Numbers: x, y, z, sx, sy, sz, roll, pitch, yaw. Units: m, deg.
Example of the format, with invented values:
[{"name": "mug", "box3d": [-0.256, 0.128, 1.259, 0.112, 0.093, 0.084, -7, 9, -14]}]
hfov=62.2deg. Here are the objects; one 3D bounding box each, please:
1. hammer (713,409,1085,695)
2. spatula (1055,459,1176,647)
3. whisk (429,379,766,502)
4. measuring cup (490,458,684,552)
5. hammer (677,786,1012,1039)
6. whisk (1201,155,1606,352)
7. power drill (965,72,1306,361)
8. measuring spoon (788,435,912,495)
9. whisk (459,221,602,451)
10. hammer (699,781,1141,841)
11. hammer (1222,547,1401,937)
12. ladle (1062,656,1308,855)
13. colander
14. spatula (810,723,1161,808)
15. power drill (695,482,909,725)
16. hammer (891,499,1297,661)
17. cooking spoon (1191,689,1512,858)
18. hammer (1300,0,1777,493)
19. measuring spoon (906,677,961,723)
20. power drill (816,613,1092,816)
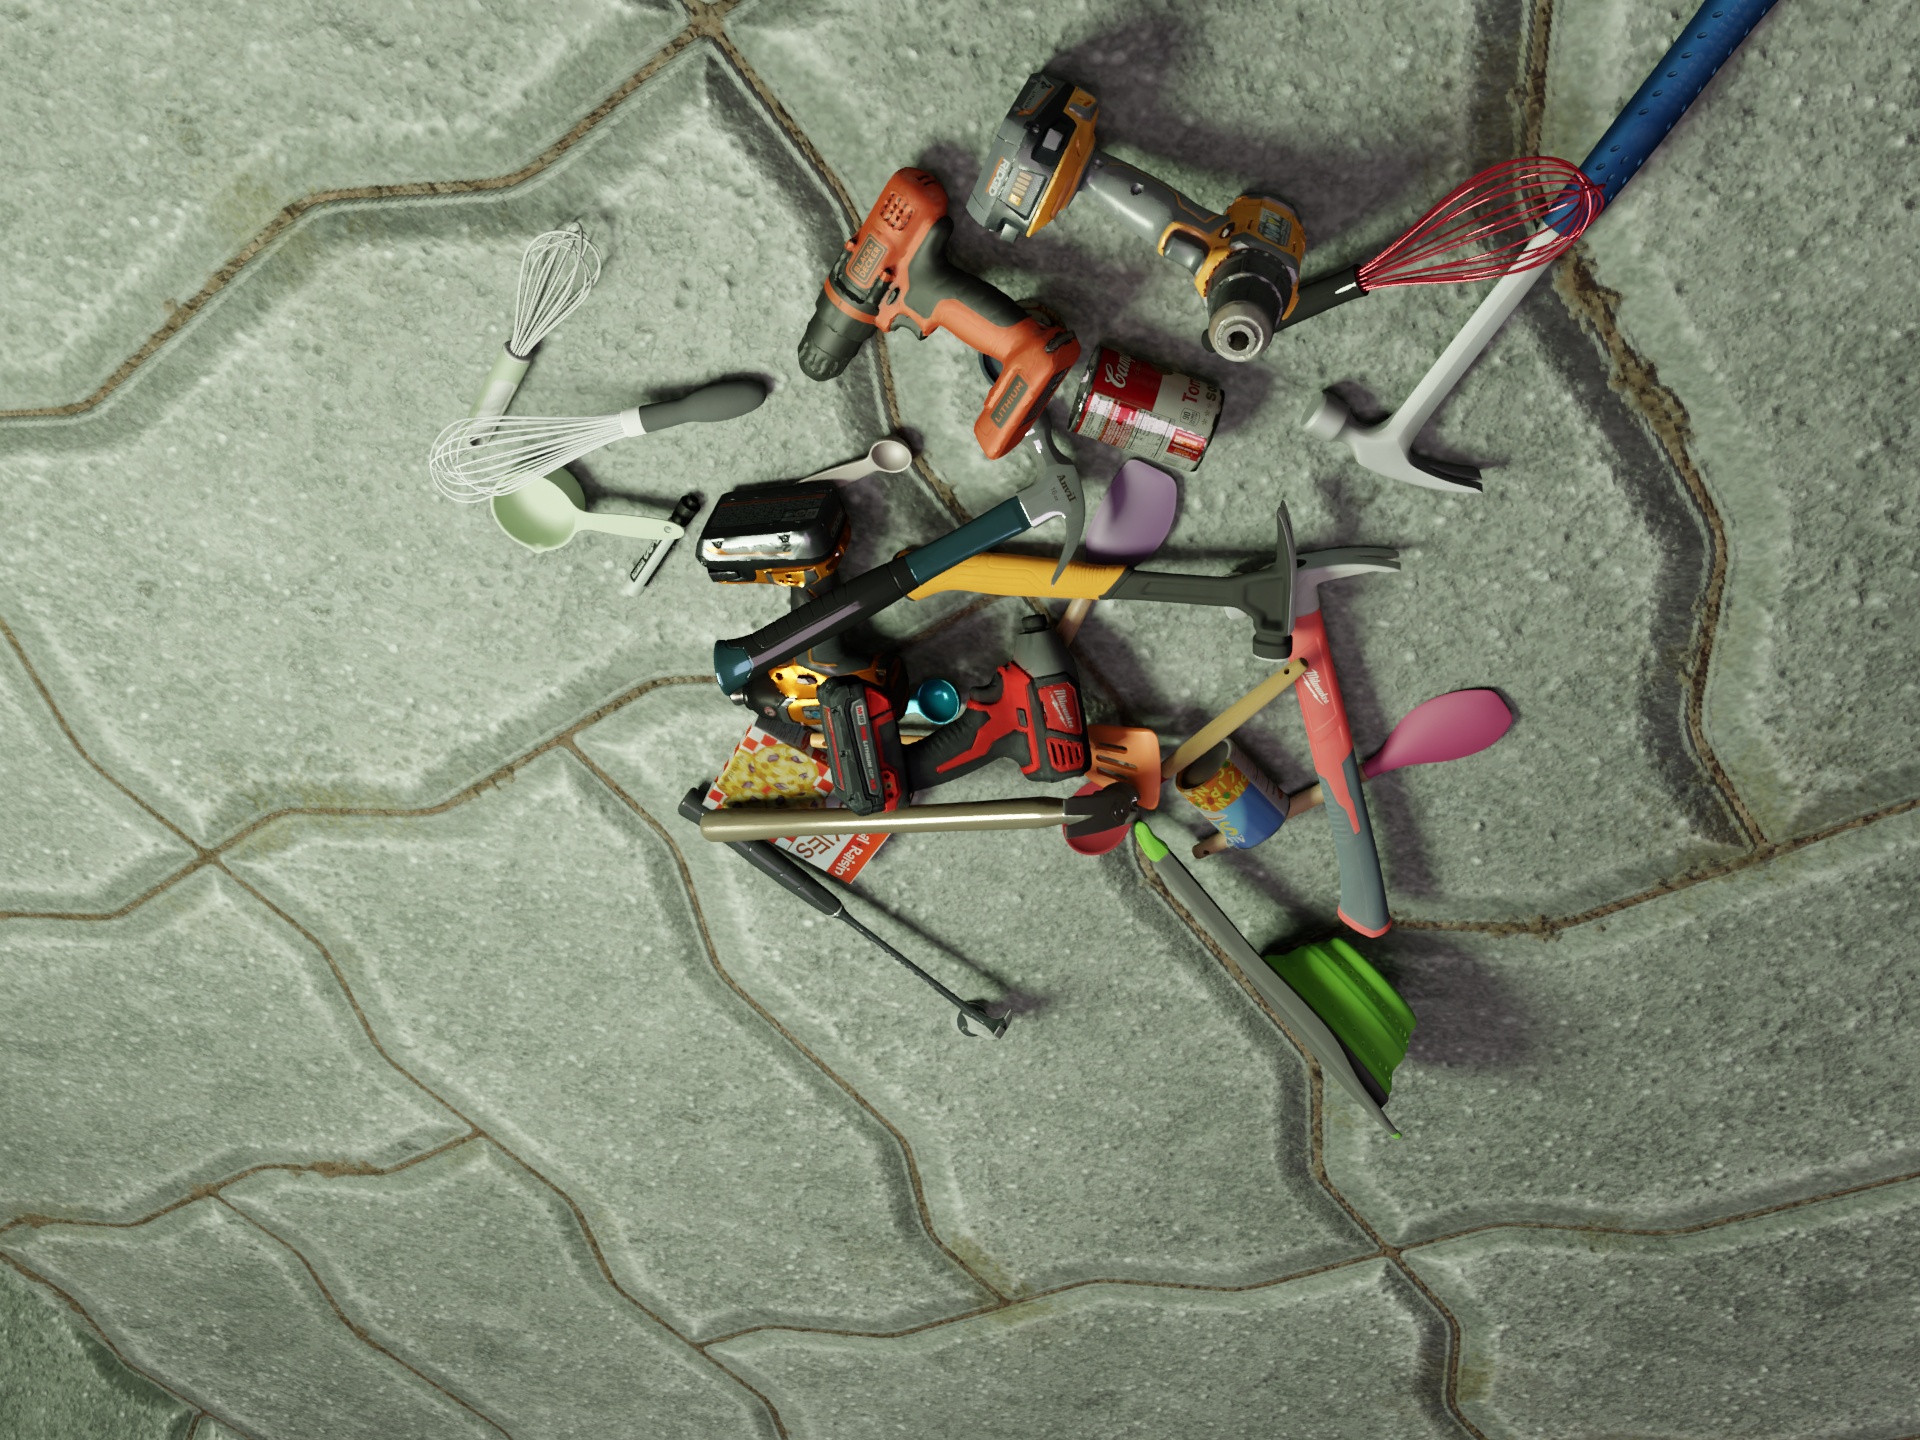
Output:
[{"name": "hammer", "box3d": [-0.052, -0.113, 1.261, 0.331, 0.033, 0.128, -27, 97, 6]}, {"name": "spatula", "box3d": [0.099, -0.088, 1.355, 0.060, 0.018, 0.315, 27, 128, -2]}, {"name": "whisk", "box3d": [-0.294, -0.235, 1.281, 0.284, 0.070, 0.070, -12, 126, 6]}, {"name": "measuring cup", "box3d": [-0.314, -0.180, 1.356, 0.167, 0.038, 0.083, 8, 129, 3]}, {"name": "hammer", "box3d": [-0.114, 0.198, 1.589, 0.408, 0.036, 0.149, 38, 164, -12]}, {"name": "whisk", "box3d": [0.292, -0.309, 1.088, 0.296, 0.073, 0.073, -14, 125, 39]}, {"name": "power drill", "box3d": [0.122, -0.326, 1.055, 0.226, 0.185, 0.084, 25, 131, -5]}, {"name": "measuring spoon", "box3d": [-0.092, -0.208, 1.305, 0.124, 0.018, 0.034, -15, 137, 30]}, {"name": "whisk", "box3d": [-0.349, -0.298, 1.264, 0.057, 0.059, 0.246, 10, 141, -33]}, {"name": "hammer", "box3d": [-0.057, 0.087, 1.406, 0.411, 0.146, 0.038, -4, 91, 25]}, {"name": "hammer", "box3d": [0.338, 0.030, 1.369, 0.143, 0.038, 0.386, -10, 121, 19]}, {"name": "ladle", "box3d": [0.193, 0.031, 1.388, 0.031, 0.069, 0.315, 1, 149, -37]}, {"name": "colander", "box3d": [0.313, 0.216, 1.496, 0.094, 0.204, 0.397, -41, 104, -1]}, {"name": "spatula", "box3d": [0.019, 0.029, 1.427, 0.322, 0.041, 0.081, 3, 120, 11]}, {"name": "power drill", "box3d": [-0.148, -0.087, 1.369, 0.164, 0.084, 0.226, -3, 132, 17]}, {"name": "hammer", "box3d": [0.103, -0.121, 1.294, 0.337, 0.034, 0.127, 5, 117, 17]}, {"name": "cooking spoon", "box3d": [0.340, 0.056, 1.421, 0.319, 0.017, 0.068, -30, 114, 30]}, {"name": "hammer", "box3d": [0.407, -0.324, 1.090, 0.144, 0.035, 0.405, 26, 129, -9]}, {"name": "measuring spoon", "box3d": [-0.055, -0.015, 1.450, 0.128, 0.021, 0.042, -6, 102, 27]}, {"name": "power drill", "box3d": [-0.002, -0.004, 1.333, 0.219, 0.078, 0.143, -11, 98, -13]}]
